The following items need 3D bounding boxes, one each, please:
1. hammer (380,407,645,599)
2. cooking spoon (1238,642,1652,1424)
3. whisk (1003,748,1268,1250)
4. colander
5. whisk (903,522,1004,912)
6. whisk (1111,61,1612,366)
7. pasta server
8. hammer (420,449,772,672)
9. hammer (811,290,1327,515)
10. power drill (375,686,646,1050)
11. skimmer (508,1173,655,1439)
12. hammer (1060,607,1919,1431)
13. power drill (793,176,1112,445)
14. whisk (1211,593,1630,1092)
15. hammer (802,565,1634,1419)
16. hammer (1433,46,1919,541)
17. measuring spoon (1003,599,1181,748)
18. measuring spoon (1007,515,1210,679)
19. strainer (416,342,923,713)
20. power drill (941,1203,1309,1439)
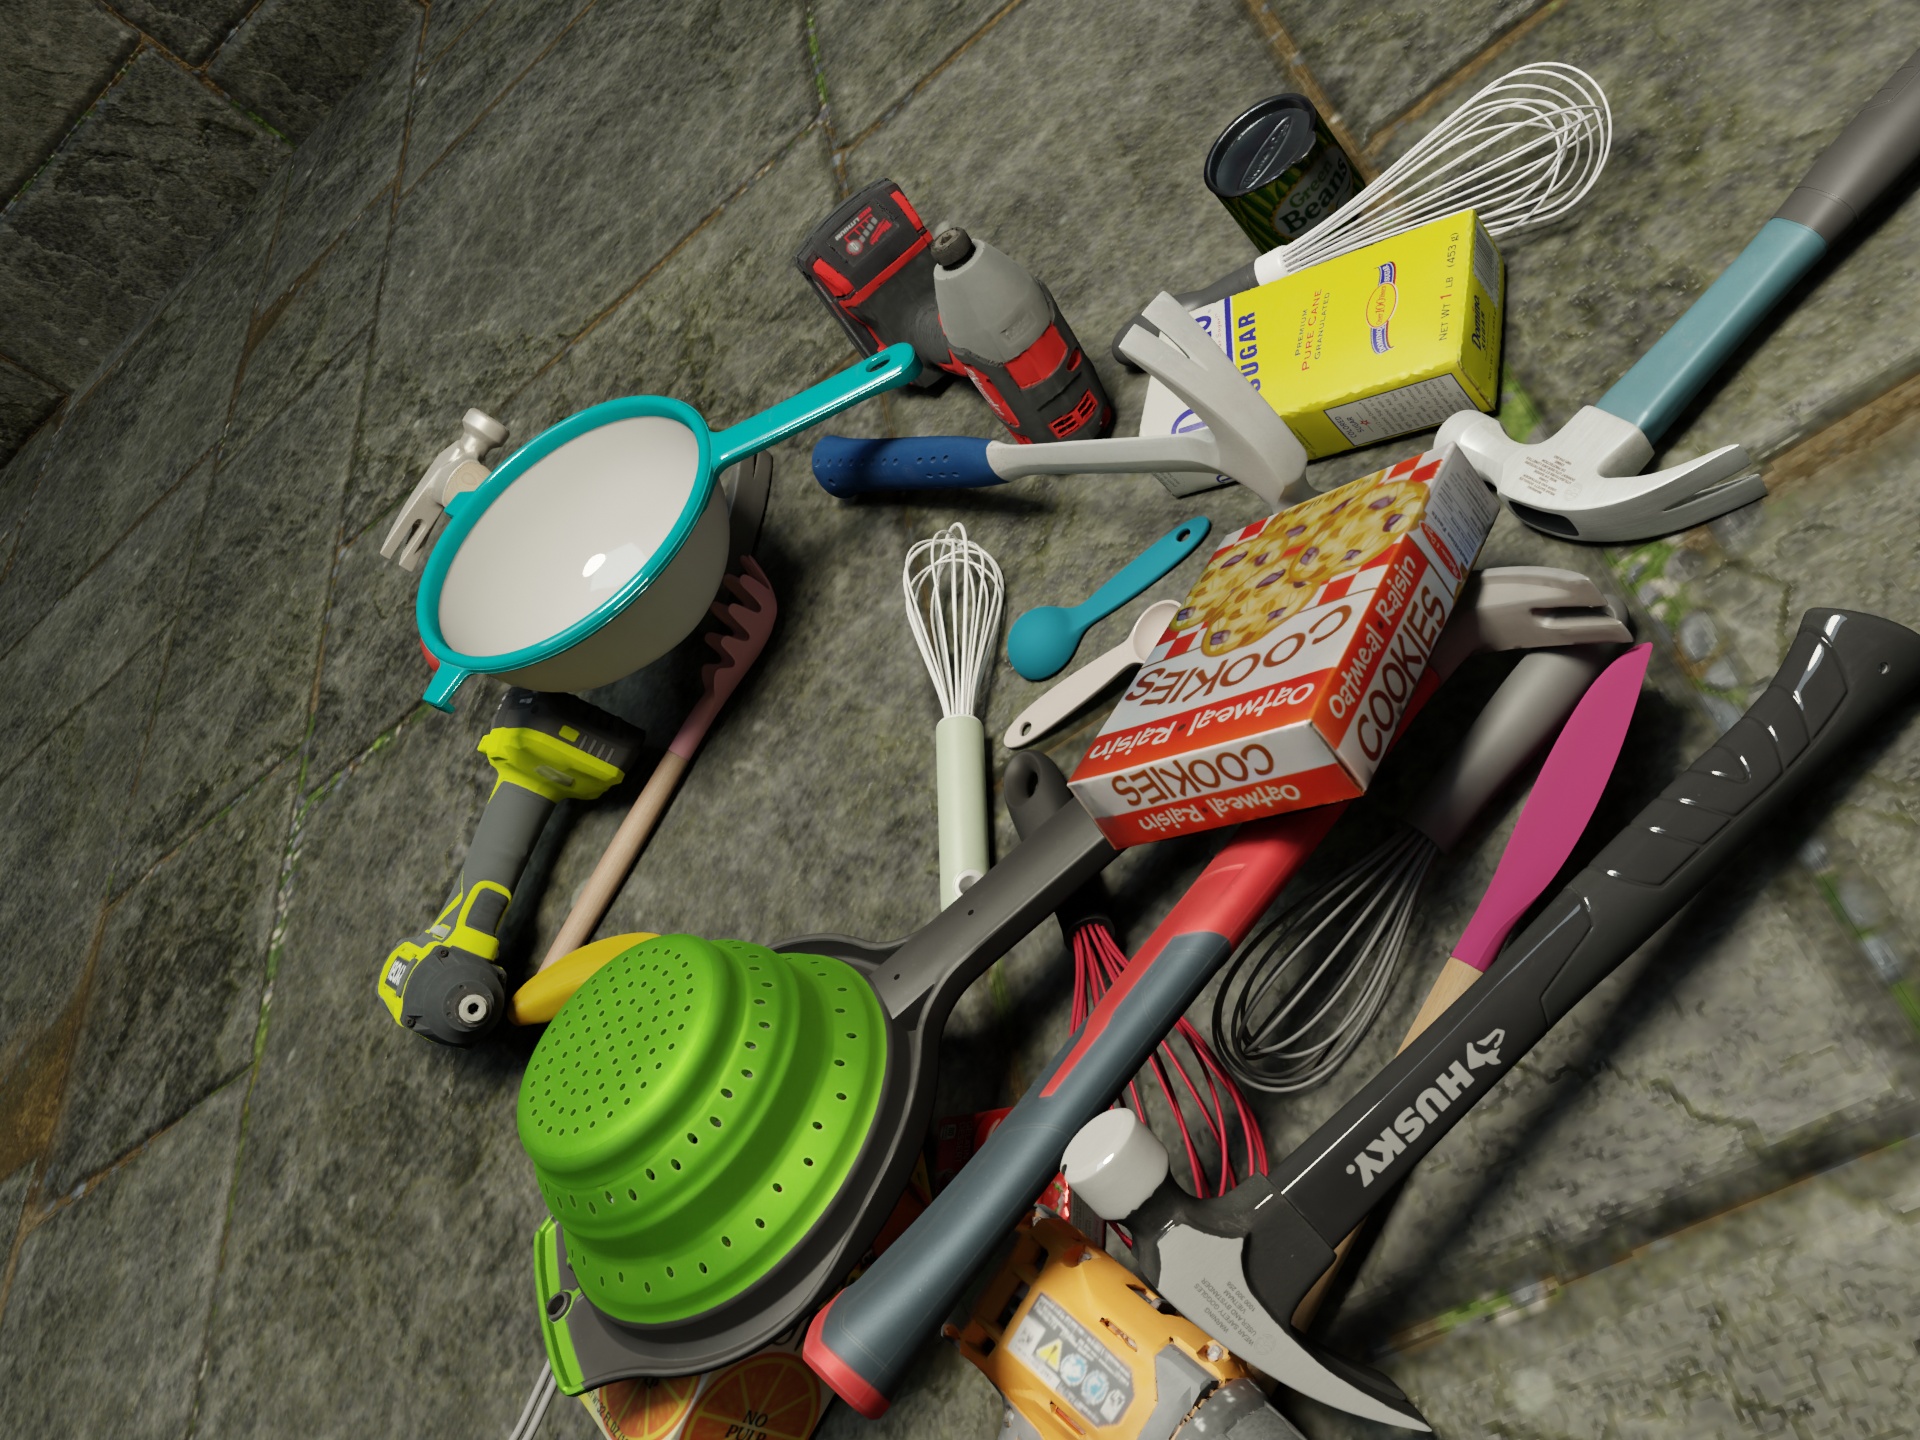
[{"bbox_3d":[-0.328,-0.129,1.189,0.411,0.038,0.146,31,88,49],"label":"hammer"},{"bbox_3d":[0.173,0.112,0.579,0.017,0.068,0.319,27,88,7],"label":"cooking spoon"},{"bbox_3d":[0.060,0.107,0.686,0.073,0.073,0.296,-40,36,17],"label":"whisk"},{"bbox_3d":[-0.056,0.105,0.672,0.397,0.094,0.205,-41,32,0],"label":"colander"},{"bbox_3d":[-0.001,-0.003,0.835,0.059,0.057,0.247,119,154,-53],"label":"whisk"},{"bbox_3d":[0.188,-0.242,0.805,0.284,0.070,0.070,-18,52,42],"label":"whisk"},{"bbox_3d":[-0.197,0.042,0.996,0.316,0.040,0.060,-61,20,-5],"label":"pasta server"},{"bbox_3d":[-0.283,-0.100,1.181,0.359,0.036,0.149,-13,55,38],"label":"hammer"},{"bbox_3d":[0.026,-0.143,0.846,0.035,0.144,0.406,-52,30,-16],"label":"hammer"},{"bbox_3d":[-0.285,0.093,0.997,0.171,0.080,0.223,-5,60,62],"label":"power drill"},{"bbox_3d":[-0.174,0.313,0.790,0.127,0.090,0.363,-6,49,37],"label":"skimmer"},{"bbox_3d":[0.201,0.086,0.532,0.335,0.146,0.035,-43,9,-3],"label":"hammer"},{"bbox_3d":[-0.007,-0.239,0.924,0.078,0.143,0.220,-42,38,-3],"label":"power drill"},{"bbox_3d":[0.183,0.045,0.616,0.239,0.055,0.055,-51,40,-2],"label":"whisk"},{"bbox_3d":[0.089,0.087,0.575,0.386,0.038,0.143,-48,18,-17],"label":"hammer"},{"bbox_3d":[0.345,-0.206,0.639,0.331,0.033,0.128,-49,39,7],"label":"hammer"},{"bbox_3d":[0.070,-0.018,0.797,0.124,0.018,0.034,-36,44,31],"label":"measuring spoon"},{"bbox_3d":[0.072,-0.069,0.820,0.128,0.021,0.042,-37,42,19],"label":"measuring spoon"},{"bbox_3d":[-0.161,-0.117,0.955,0.340,0.095,0.211,-24,45,12],"label":"strainer"},{"bbox_3d":[0.032,0.309,0.541,0.185,0.084,0.226,29,85,39],"label":"power drill"}]
